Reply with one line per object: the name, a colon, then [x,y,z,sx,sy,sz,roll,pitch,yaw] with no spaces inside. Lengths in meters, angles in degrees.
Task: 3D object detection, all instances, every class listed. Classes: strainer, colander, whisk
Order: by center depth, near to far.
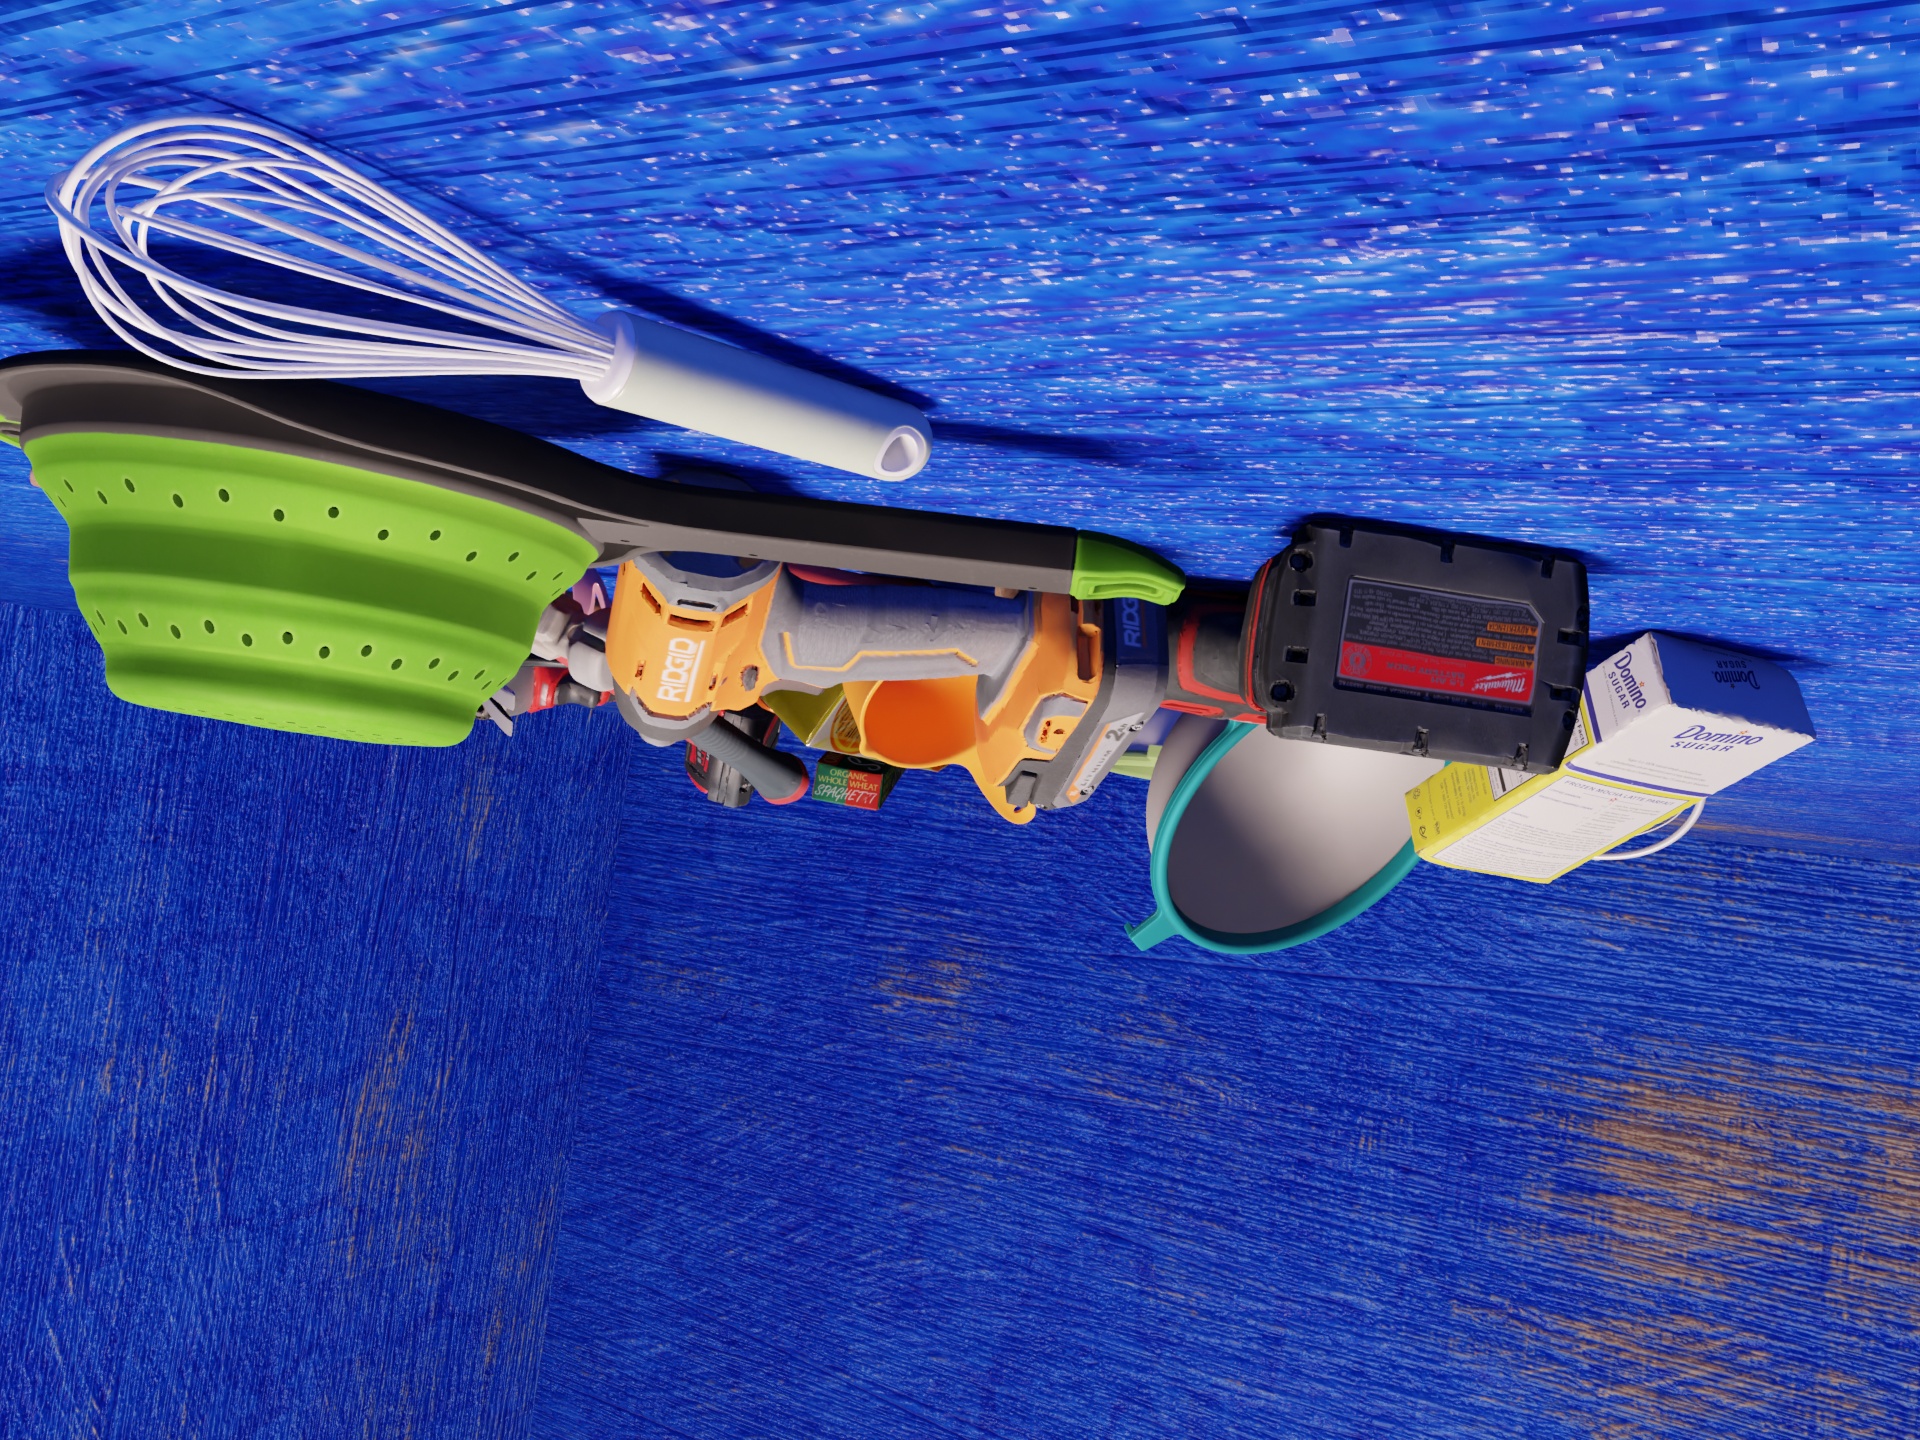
whisk: [-0.098,-0.095,0.407,0.246,0.057,0.059,7,-148,-46]
colander: [-0.130,-0.034,0.515,0.397,0.094,0.204,7,175,3]
strainer: [0.249,0.031,0.992,0.340,0.210,0.095,-2,-145,-27]
strainer: [0.240,0.022,1.322,0.256,0.069,0.151,8,174,-17]

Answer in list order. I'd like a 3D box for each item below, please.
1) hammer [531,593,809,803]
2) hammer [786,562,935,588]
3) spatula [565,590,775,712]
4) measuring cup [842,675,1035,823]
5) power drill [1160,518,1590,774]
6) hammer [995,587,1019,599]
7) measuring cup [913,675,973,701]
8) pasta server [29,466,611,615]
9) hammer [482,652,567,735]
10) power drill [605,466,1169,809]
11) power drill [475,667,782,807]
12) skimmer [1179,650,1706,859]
hammer: [-0.181,-0.014,0.925,0.143,0.038,0.386,24,172,18]
hammer: [-0.150,-0.084,0.731,0.358,0.037,0.149,11,175,-39]
spatula: [-0.218,-0.055,1.005,0.323,0.041,0.081,15,-179,27]
measuring cup: [-0.001,-0.003,0.840,0.095,0.052,0.173,-30,142,5]
power drill: [0.183,-0.023,0.675,0.188,0.080,0.227,8,179,-4]
hammer: [0.074,-0.042,0.901,0.130,0.031,0.331,3,174,14]
measuring cup: [0.014,-0.045,0.928,0.038,0.083,0.167,-30,180,24]
pasta server: [-0.351,-0.101,0.891,0.316,0.040,0.060,10,177,-11]
hammer: [-0.134,-0.033,1.100,0.408,0.036,0.149,4,-148,-18]
power drill: [-0.041,-0.024,0.699,0.226,0.084,0.164,9,148,-14]
power drill: [-0.241,-0.019,1.141,0.219,0.078,0.143,16,-152,1]
skimmer: [0.234,0.012,0.842,0.363,0.090,0.127,7,145,-25]
